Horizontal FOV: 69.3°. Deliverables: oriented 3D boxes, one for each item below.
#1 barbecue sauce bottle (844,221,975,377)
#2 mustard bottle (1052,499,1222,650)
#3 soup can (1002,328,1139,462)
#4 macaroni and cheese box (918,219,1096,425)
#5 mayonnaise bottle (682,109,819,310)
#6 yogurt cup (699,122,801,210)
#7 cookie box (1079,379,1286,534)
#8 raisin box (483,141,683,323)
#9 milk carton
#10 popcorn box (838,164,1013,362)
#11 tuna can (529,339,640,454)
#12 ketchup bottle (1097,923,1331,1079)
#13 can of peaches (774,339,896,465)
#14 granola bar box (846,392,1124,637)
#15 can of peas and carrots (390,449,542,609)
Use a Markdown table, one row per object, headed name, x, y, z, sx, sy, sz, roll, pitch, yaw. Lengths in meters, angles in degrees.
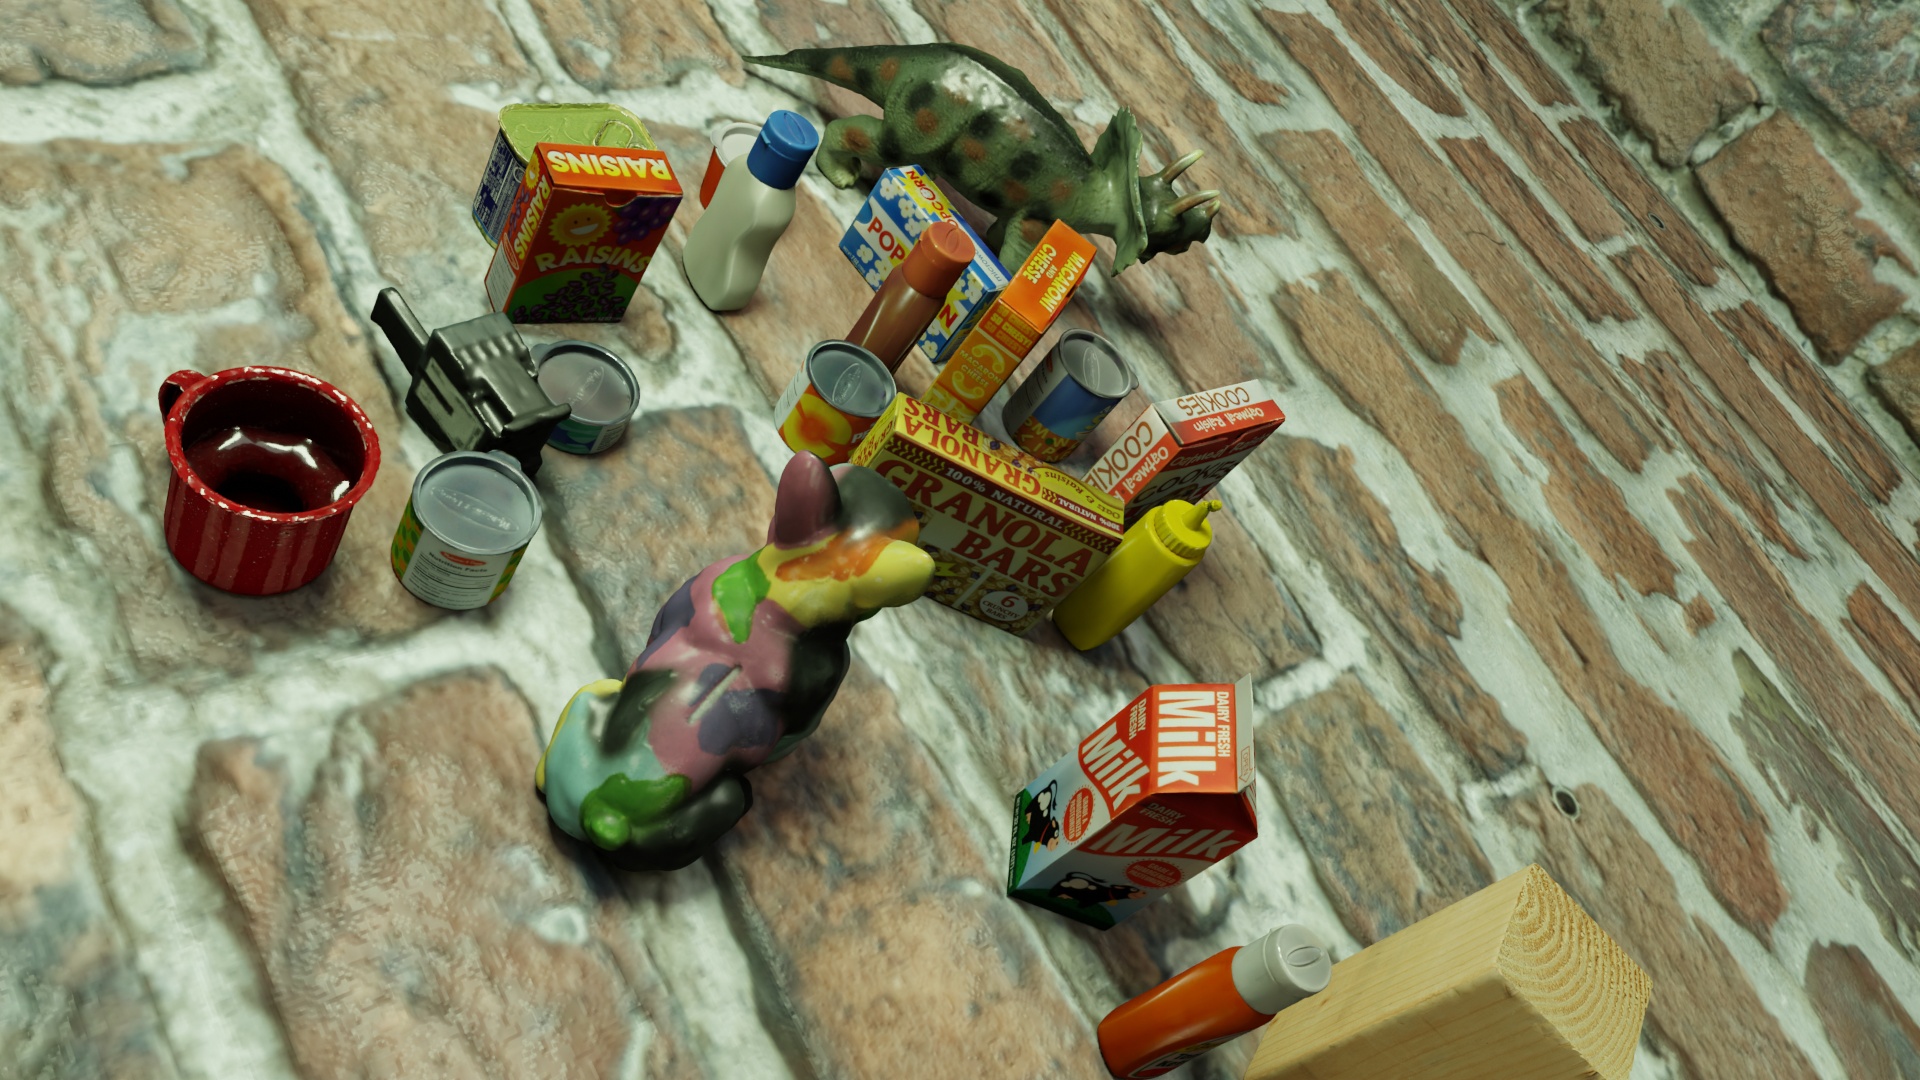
| name | x | y | z | sx | sy | sz | roll | pitch | yaw |
| --- | --- | --- | --- | --- | --- | --- | --- | --- | --- |
| barbecue sauce bottle | -0.042 | -0.157 | 0.960 | 0.043 | 0.147 | 0.065 | 29 | 44 | -14 |
| mustard bottle | 0.124 | 0.015 | 0.932 | 0.049 | 0.159 | 0.065 | 50 | 43 | 9 |
| soup can | 0.083 | -0.108 | 1.057 | 0.071 | 0.083 | 0.072 | 19 | 47 | -22 |
| macaroni and cheese box | 0.021 | -0.131 | 0.971 | 0.040 | 0.165 | 0.124 | 37 | 43 | -5 |
| mayonnaise bottle | -0.142 | -0.225 | 0.944 | 0.041 | 0.147 | 0.065 | -9 | 62 | -40 |
| yogurt cup | -0.160 | -0.268 | 1.035 | 0.072 | 0.053 | 0.073 | 19 | 47 | -22 |
| cookie box | 0.135 | -0.041 | 0.979 | 0.123 | 0.166 | 0.040 | -17 | 68 | -43 |
| raisin box | -0.236 | -0.188 | 0.865 | 0.086 | 0.122 | 0.040 | -7 | 61 | -39 |
| milk carton | 0.107 | 0.147 | 0.789 | 0.073 | 0.189 | 0.073 | 24 | 46 | -18 |
| popcorn box | -0.027 | -0.211 | 1.062 | 0.038 | 0.084 | 0.127 | -27 | 75 | -45 |
| tuna can | -0.236 | -0.089 | 0.851 | 0.071 | 0.032 | 0.071 | 19 | 47 | -22 |
| ketchup bottle | 0.139 | 0.252 | 0.759 | 0.065 | 0.148 | 0.044 | -1 | 57 | -36 |
| can of peaches | -0.084 | -0.092 | 0.943 | 0.071 | 0.057 | 0.071 | 19 | 47 | -22 |
| granola bar box | 0.003 | -0.011 | 0.892 | 0.165 | 0.123 | 0.039 | 25 | 45 | -18 |
| can of peas and carrots | -0.265 | -0.007 | 0.745 | 0.071 | 0.058 | 0.071 | 19 | 47 | -22 |
